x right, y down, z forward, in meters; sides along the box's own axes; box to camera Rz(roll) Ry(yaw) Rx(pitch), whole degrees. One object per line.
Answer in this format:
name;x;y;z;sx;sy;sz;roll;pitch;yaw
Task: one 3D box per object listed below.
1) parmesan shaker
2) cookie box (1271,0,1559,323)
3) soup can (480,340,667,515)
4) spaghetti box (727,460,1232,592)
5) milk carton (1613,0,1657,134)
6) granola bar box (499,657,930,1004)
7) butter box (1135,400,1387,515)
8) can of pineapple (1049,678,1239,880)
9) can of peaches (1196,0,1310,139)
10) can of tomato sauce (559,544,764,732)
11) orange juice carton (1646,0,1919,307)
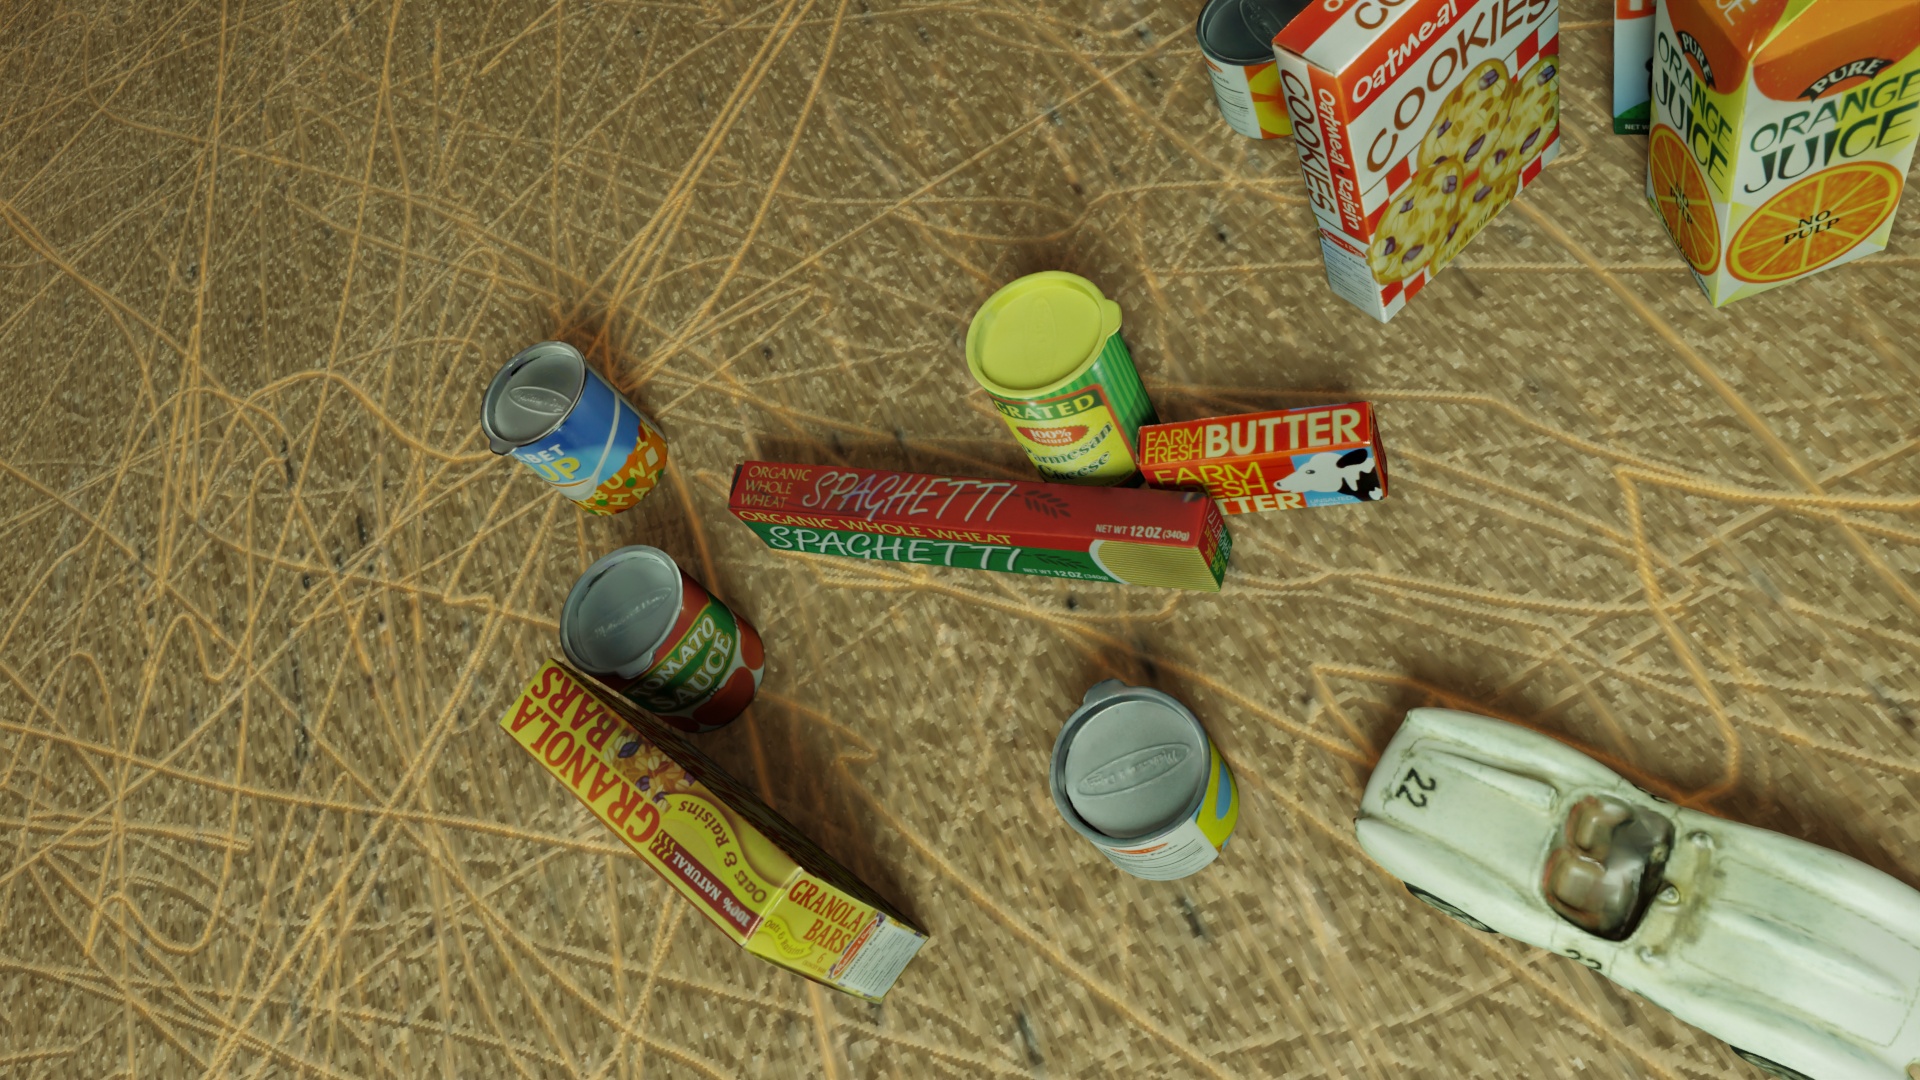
parmesan shaker;0.054;-0.068;0.646;0.071;0.102;0.071;-11;60;18
cookie box;0.205;-0.193;0.610;0.123;0.167;0.040;-44;55;-4
soup can;-0.213;-0.058;0.769;0.071;0.083;0.071;-10;60;18
spaghetti box;0.002;-0.008;0.667;0.250;0.050;0.029;5;66;26
milk carton;0.319;-0.262;0.584;0.072;0.190;0.074;10;68;28
granola bar box;-0.105;0.126;0.595;0.166;0.124;0.039;30;78;33
butter box;0.135;-0.035;0.622;0.103;0.053;0.024;-5;62;21
can of pineapple;0.077;0.099;0.571;0.071;0.057;0.071;-10;59;18
can of peaches;0.165;-0.256;0.729;0.071;0.058;0.071;-10;59;18
can of tomato sauce;-0.142;0.051;0.677;0.071;0.083;0.071;-10;60;18
orange juice carton;0.320;-0.183;0.538;0.073;0.192;0.072;-20;57;13
